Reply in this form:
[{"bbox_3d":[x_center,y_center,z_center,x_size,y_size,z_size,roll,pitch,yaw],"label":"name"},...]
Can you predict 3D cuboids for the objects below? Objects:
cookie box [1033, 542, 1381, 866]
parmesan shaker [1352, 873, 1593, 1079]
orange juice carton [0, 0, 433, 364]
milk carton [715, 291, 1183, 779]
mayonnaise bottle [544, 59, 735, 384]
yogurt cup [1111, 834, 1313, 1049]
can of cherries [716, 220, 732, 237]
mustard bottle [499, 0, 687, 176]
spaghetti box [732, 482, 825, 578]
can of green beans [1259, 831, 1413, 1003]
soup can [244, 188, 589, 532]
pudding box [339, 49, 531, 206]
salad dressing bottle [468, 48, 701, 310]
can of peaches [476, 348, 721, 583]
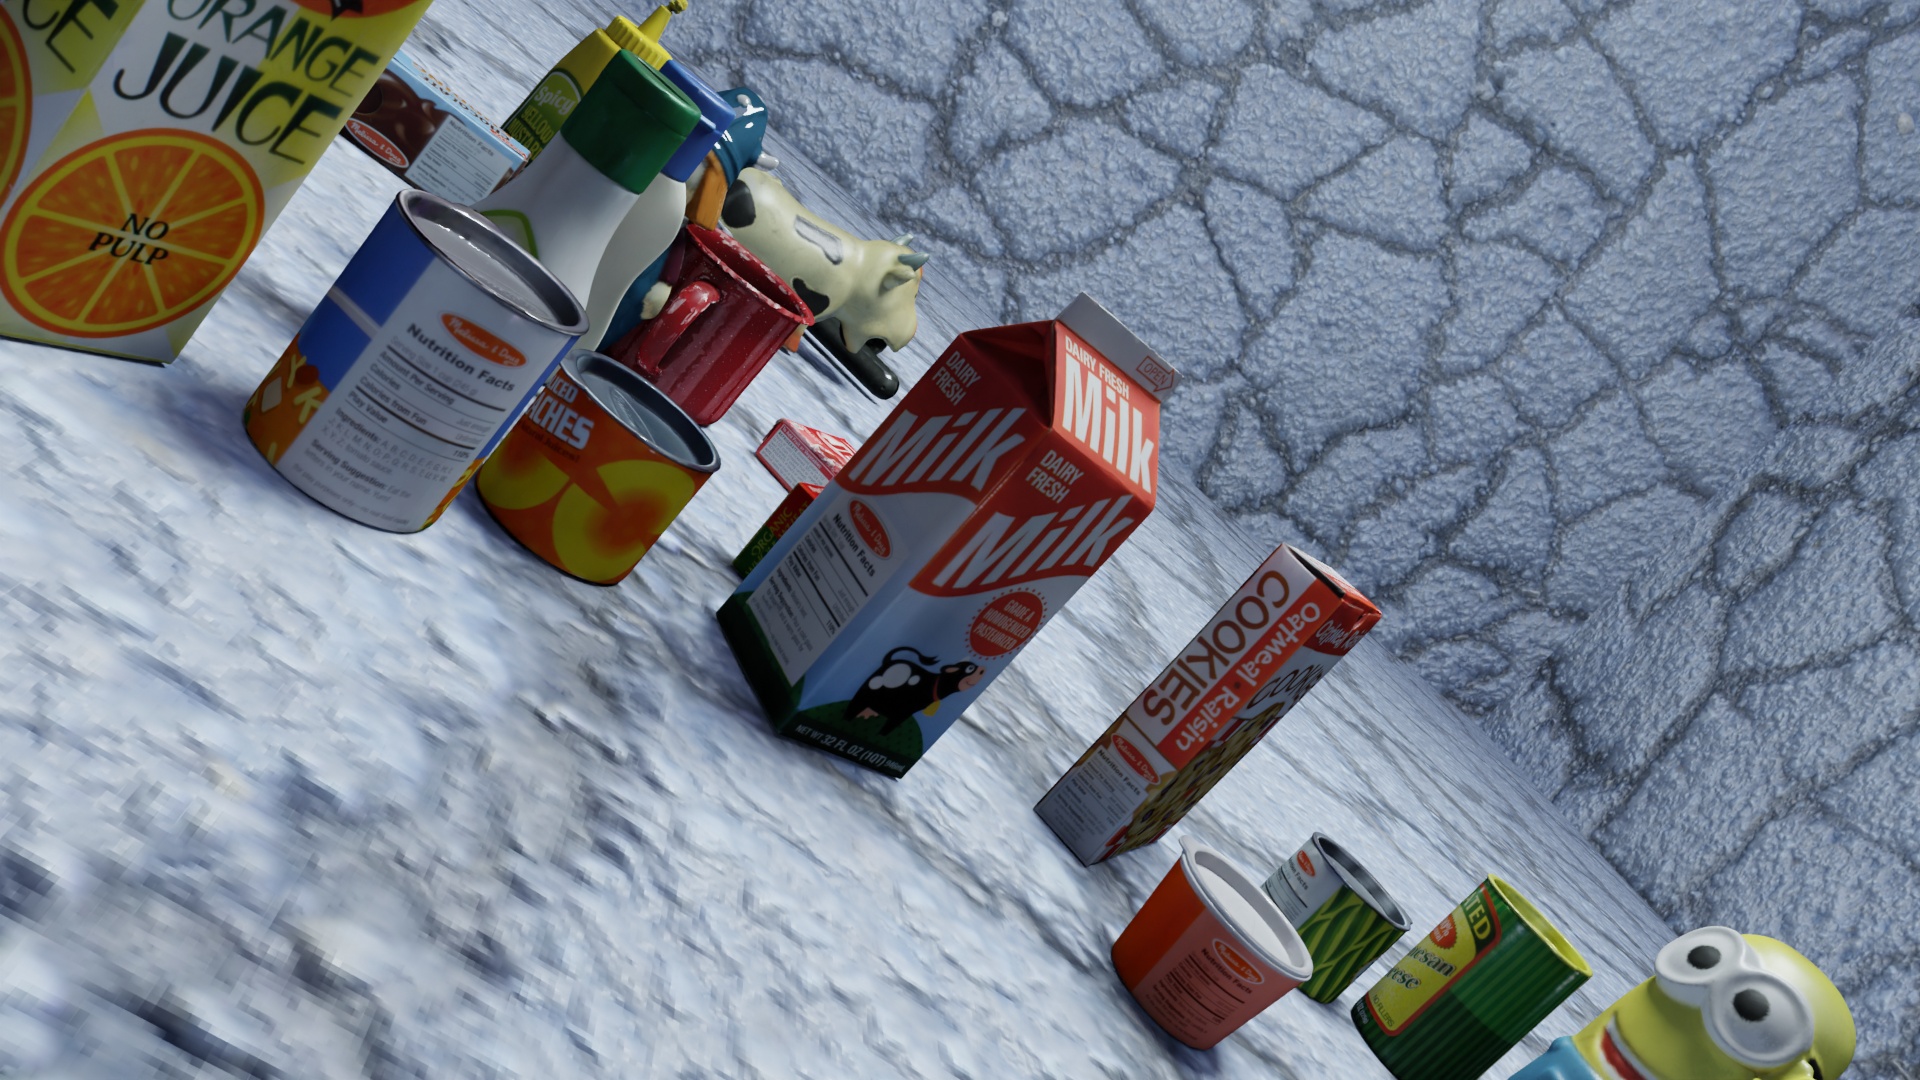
[{"bbox_3d":[0.123,0.079,0.663,0.040,0.167,0.123,46,12,21],"label":"cookie box"},{"bbox_3d":[0.260,0.231,0.709,0.071,0.103,0.071,40,11,-10],"label":"parmesan shaker"},{"bbox_3d":[-0.204,-0.145,0.364,0.072,0.192,0.073,45,12,15],"label":"orange juice carton"},{"bbox_3d":[0.002,-0.007,0.529,0.072,0.190,0.074,31,16,-44],"label":"milk carton"},{"bbox_3d":[-0.157,-0.138,0.602,0.064,0.148,0.041,29,17,-48],"label":"mayonnaise bottle"},{"bbox_3d":[0.098,0.164,0.555,0.072,0.054,0.072,40,12,-10],"label":"yogurt cup"},{"bbox_3d":[-0.197,-0.202,0.924,0.071,0.058,0.072,40,12,-10],"label":"can of cherries"},{"bbox_3d":[-0.214,-0.254,0.807,0.065,0.160,0.049,47,12,24],"label":"mustard bottle"},{"bbox_3d":[-0.032,0.008,0.711,0.029,0.050,0.250,45,12,17],"label":"spaghetti box"},{"bbox_3d":[0.188,0.196,0.720,0.071,0.057,0.071,40,12,-10],"label":"can of green beans"},{"bbox_3d":[-0.167,-0.056,0.428,0.071,0.083,0.071,40,12,-10],"label":"soup can"},{"bbox_3d":[-0.274,-0.209,0.725,0.083,0.049,0.030,36,12,-24],"label":"pudding box"},{"bbox_3d":[-0.155,-0.112,0.513,0.064,0.147,0.044,43,11,5],"label":"salad dressing bottle"},{"bbox_3d":[-0.132,-0.027,0.501,0.071,0.058,0.071,40,12,-10],"label":"can of peaches"}]
